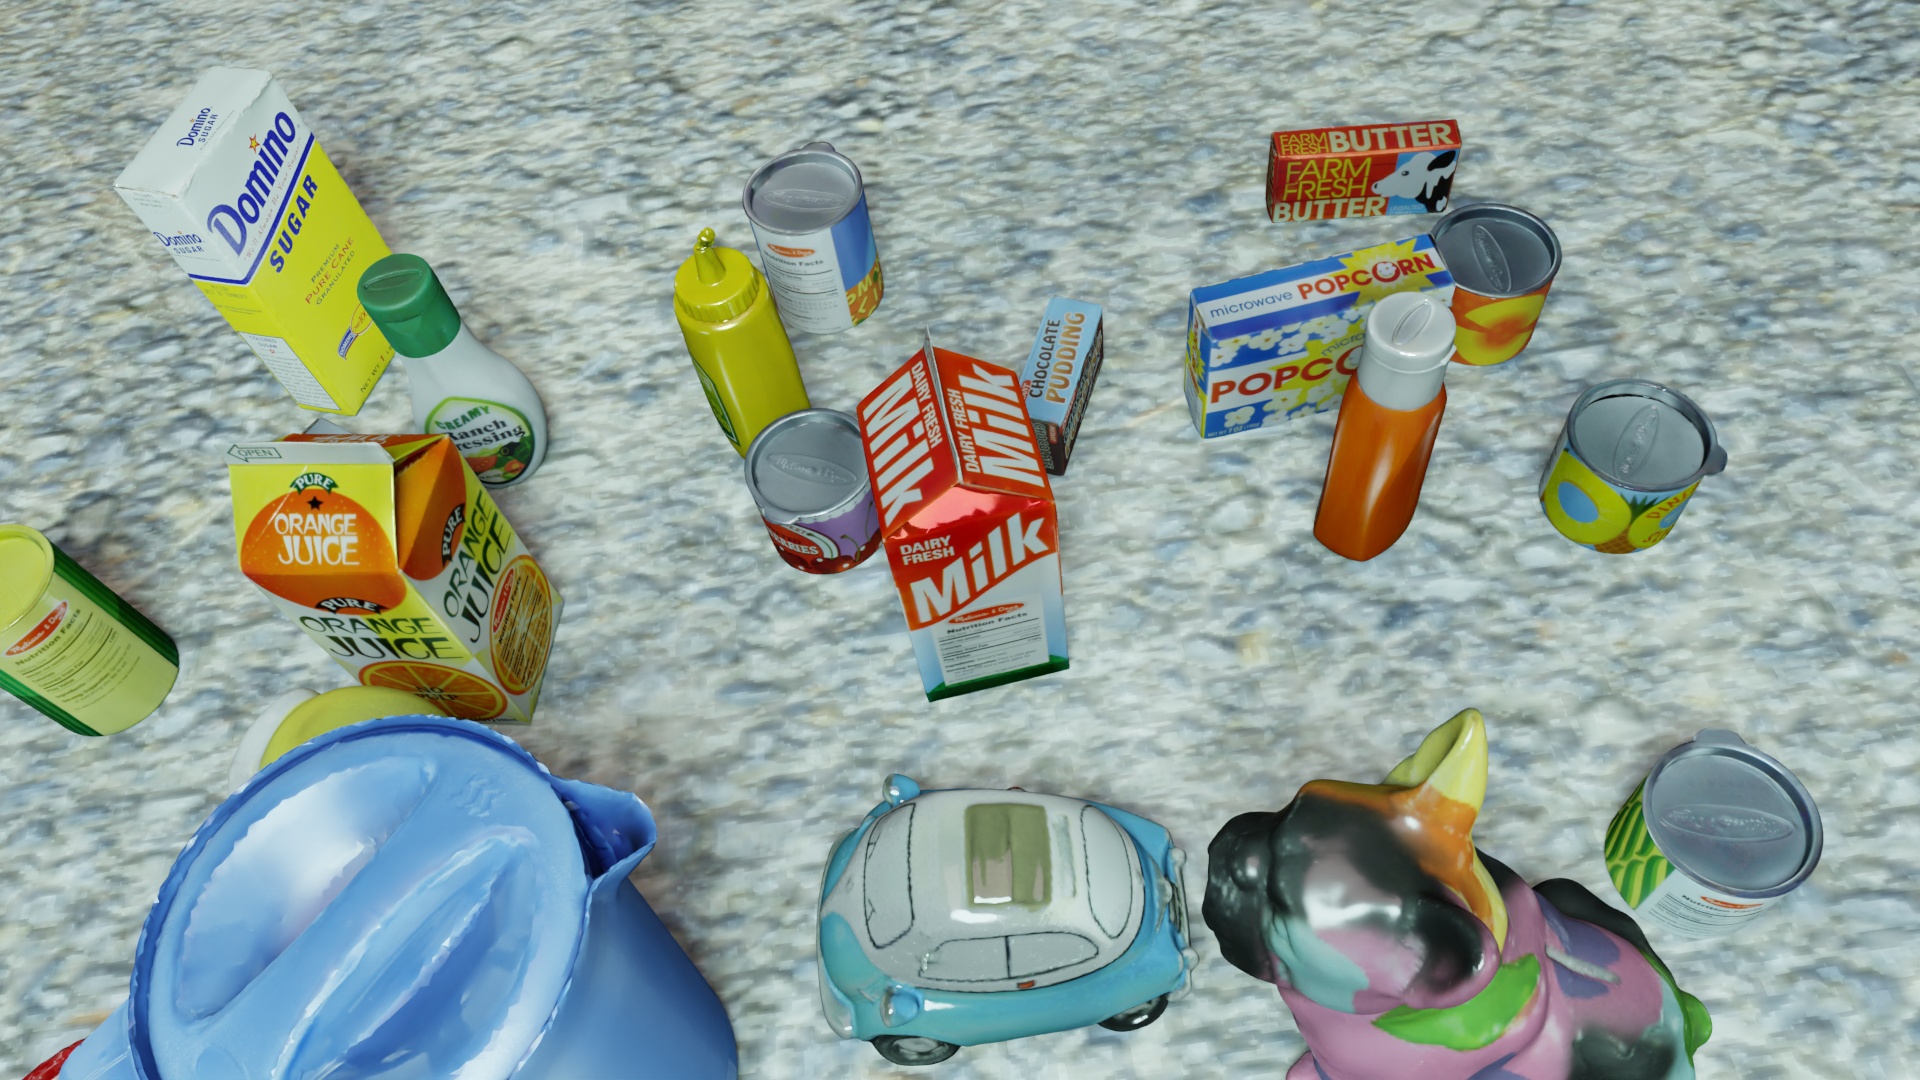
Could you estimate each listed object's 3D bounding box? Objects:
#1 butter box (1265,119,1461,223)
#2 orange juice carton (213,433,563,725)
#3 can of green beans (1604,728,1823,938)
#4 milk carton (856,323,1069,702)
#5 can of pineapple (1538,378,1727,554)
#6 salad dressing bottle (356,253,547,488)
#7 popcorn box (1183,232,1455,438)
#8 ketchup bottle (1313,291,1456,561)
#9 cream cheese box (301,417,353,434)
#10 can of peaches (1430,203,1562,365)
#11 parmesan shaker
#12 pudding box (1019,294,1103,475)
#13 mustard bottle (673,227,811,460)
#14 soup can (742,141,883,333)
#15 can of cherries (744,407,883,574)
[{"bbox_3d":[0.229,-0.211,0.795,0.103,0.053,0.024,-2,58,5],"label":"butter box"},{"bbox_3d":[-0.253,0.011,0.629,0.072,0.191,0.073,1,58,7],"label":"orange juice carton"},{"bbox_3d":[0.307,0.124,0.571,0.071,0.057,0.071,-3,58,5],"label":"can of green beans"},{"bbox_3d":[0.002,-0.008,0.612,0.073,0.189,0.072,-13,57,-1],"label":"milk carton"},{"bbox_3d":[0.321,-0.034,0.669,0.071,0.057,0.071,-3,58,5],"label":"can of pineapple"},{"bbox_3d":[-0.261,-0.085,0.718,0.064,0.147,0.044,-14,58,-2],"label":"salad dressing bottle"},{"bbox_3d":[0.180,-0.103,0.713,0.127,0.084,0.038,-14,57,-2],"label":"popcorn box"},{"bbox_3d":[0.197,-0.052,0.641,0.043,0.148,0.065,31,66,23],"label":"ketchup bottle"},{"bbox_3d":[-0.302,-0.024,0.739,0.104,0.053,0.024,26,65,21],"label":"cream cheese box"},{"bbox_3d":[0.275,-0.135,0.738,0.071,0.057,0.071,-3,58,5],"label":"can of peaches"},{"bbox_3d":[-0.448,0.049,0.682,0.071,0.102,0.071,-3,58,5],"label":"parmesan shaker"},{"bbox_3d":[0.051,-0.083,0.737,0.030,0.049,0.084,12,60,14],"label":"pudding box"},{"bbox_3d":[-0.114,-0.101,0.703,0.049,0.159,0.065,-29,59,-11],"label":"mustard bottle"},{"bbox_3d":[-0.081,-0.170,0.788,0.071,0.083,0.071,-3,58,5],"label":"soup can"},{"bbox_3d":[-0.073,-0.022,0.708,0.071,0.058,0.072,-3,58,5],"label":"can of cherries"}]
